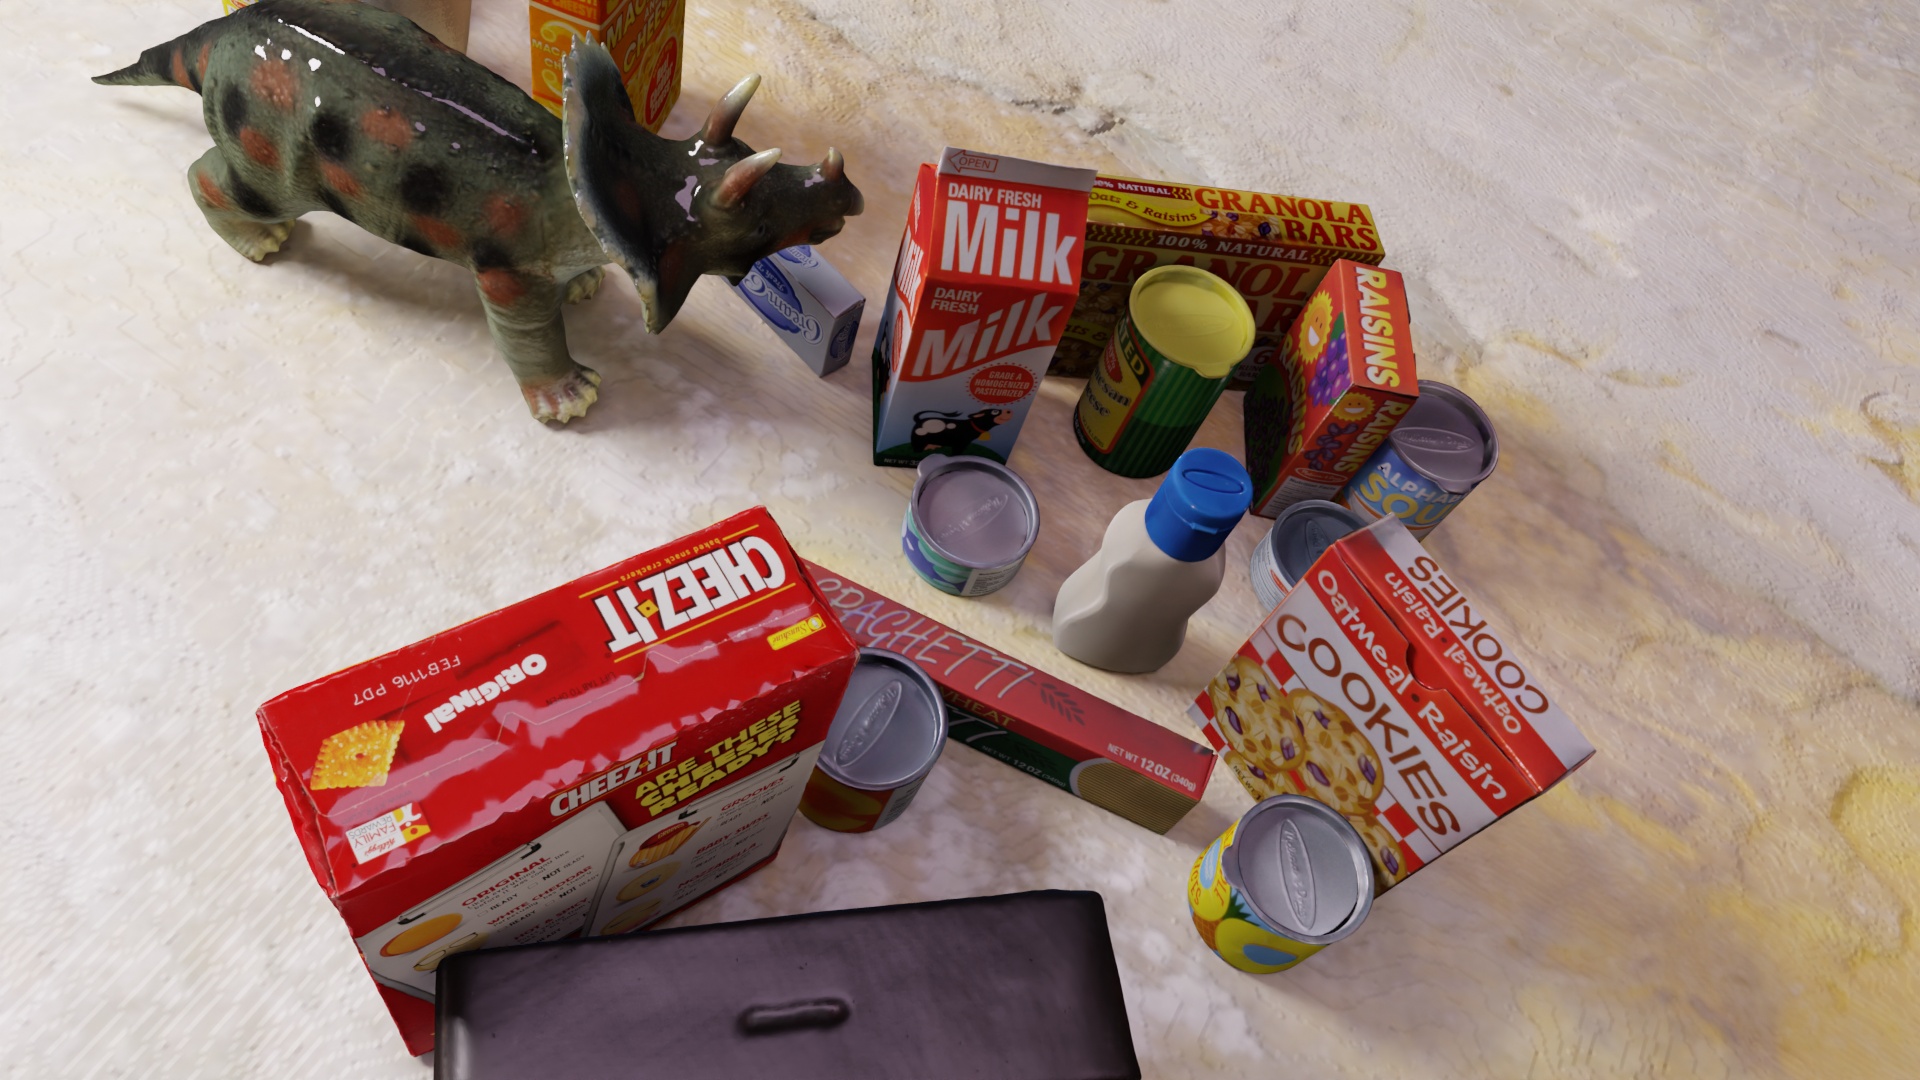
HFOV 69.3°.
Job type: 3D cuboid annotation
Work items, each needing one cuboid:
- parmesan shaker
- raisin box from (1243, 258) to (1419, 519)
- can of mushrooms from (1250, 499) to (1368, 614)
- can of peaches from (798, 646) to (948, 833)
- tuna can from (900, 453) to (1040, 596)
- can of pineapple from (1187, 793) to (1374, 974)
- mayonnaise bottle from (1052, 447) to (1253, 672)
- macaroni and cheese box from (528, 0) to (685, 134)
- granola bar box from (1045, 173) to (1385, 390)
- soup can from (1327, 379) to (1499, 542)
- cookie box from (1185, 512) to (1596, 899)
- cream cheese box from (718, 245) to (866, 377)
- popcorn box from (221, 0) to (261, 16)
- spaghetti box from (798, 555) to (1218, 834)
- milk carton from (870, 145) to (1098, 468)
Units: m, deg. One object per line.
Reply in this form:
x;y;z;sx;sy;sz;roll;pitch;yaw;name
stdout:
0.105;-0.084;0.732;0.071;0.102;0.071;7;58;-11;parmesan shaker
0.194;-0.076;0.739;0.040;0.122;0.086;11;57;-9;raisin box
0.191;0.015;0.736;0.071;0.033;0.071;7;58;-11;can of mushrooms
-0.046;0.087;0.612;0.071;0.057;0.071;7;58;-11;can of peaches
0.002;-0.009;0.699;0.071;0.032;0.071;7;58;-11;tuna can
0.140;0.154;0.621;0.071;0.057;0.071;7;58;-11;can of pineapple
0.090;0.012;0.641;0.065;0.147;0.041;13;57;-7;mayonnaise bottle
-0.181;-0.267;0.729;0.040;0.165;0.124;19;56;-3;macaroni and cheese box
0.125;-0.137;0.757;0.166;0.123;0.039;3;59;-13;granola bar box
0.238;-0.034;0.748;0.071;0.083;0.071;7;58;-11;soup can
0.177;0.082;0.610;0.040;0.166;0.123;-26;69;-27;cookie box
-0.096;-0.140;0.742;0.024;0.053;0.104;-36;74;-30;cream cheese box
-0.358;-0.335;0.772;0.038;0.084;0.127;25;56;1;popcorn box
-0.006;0.065;0.641;0.250;0.050;0.029;25;56;1;spaghetti box
0.006;-0.115;0.672;0.072;0.189;0.074;4;58;-13;milk carton
